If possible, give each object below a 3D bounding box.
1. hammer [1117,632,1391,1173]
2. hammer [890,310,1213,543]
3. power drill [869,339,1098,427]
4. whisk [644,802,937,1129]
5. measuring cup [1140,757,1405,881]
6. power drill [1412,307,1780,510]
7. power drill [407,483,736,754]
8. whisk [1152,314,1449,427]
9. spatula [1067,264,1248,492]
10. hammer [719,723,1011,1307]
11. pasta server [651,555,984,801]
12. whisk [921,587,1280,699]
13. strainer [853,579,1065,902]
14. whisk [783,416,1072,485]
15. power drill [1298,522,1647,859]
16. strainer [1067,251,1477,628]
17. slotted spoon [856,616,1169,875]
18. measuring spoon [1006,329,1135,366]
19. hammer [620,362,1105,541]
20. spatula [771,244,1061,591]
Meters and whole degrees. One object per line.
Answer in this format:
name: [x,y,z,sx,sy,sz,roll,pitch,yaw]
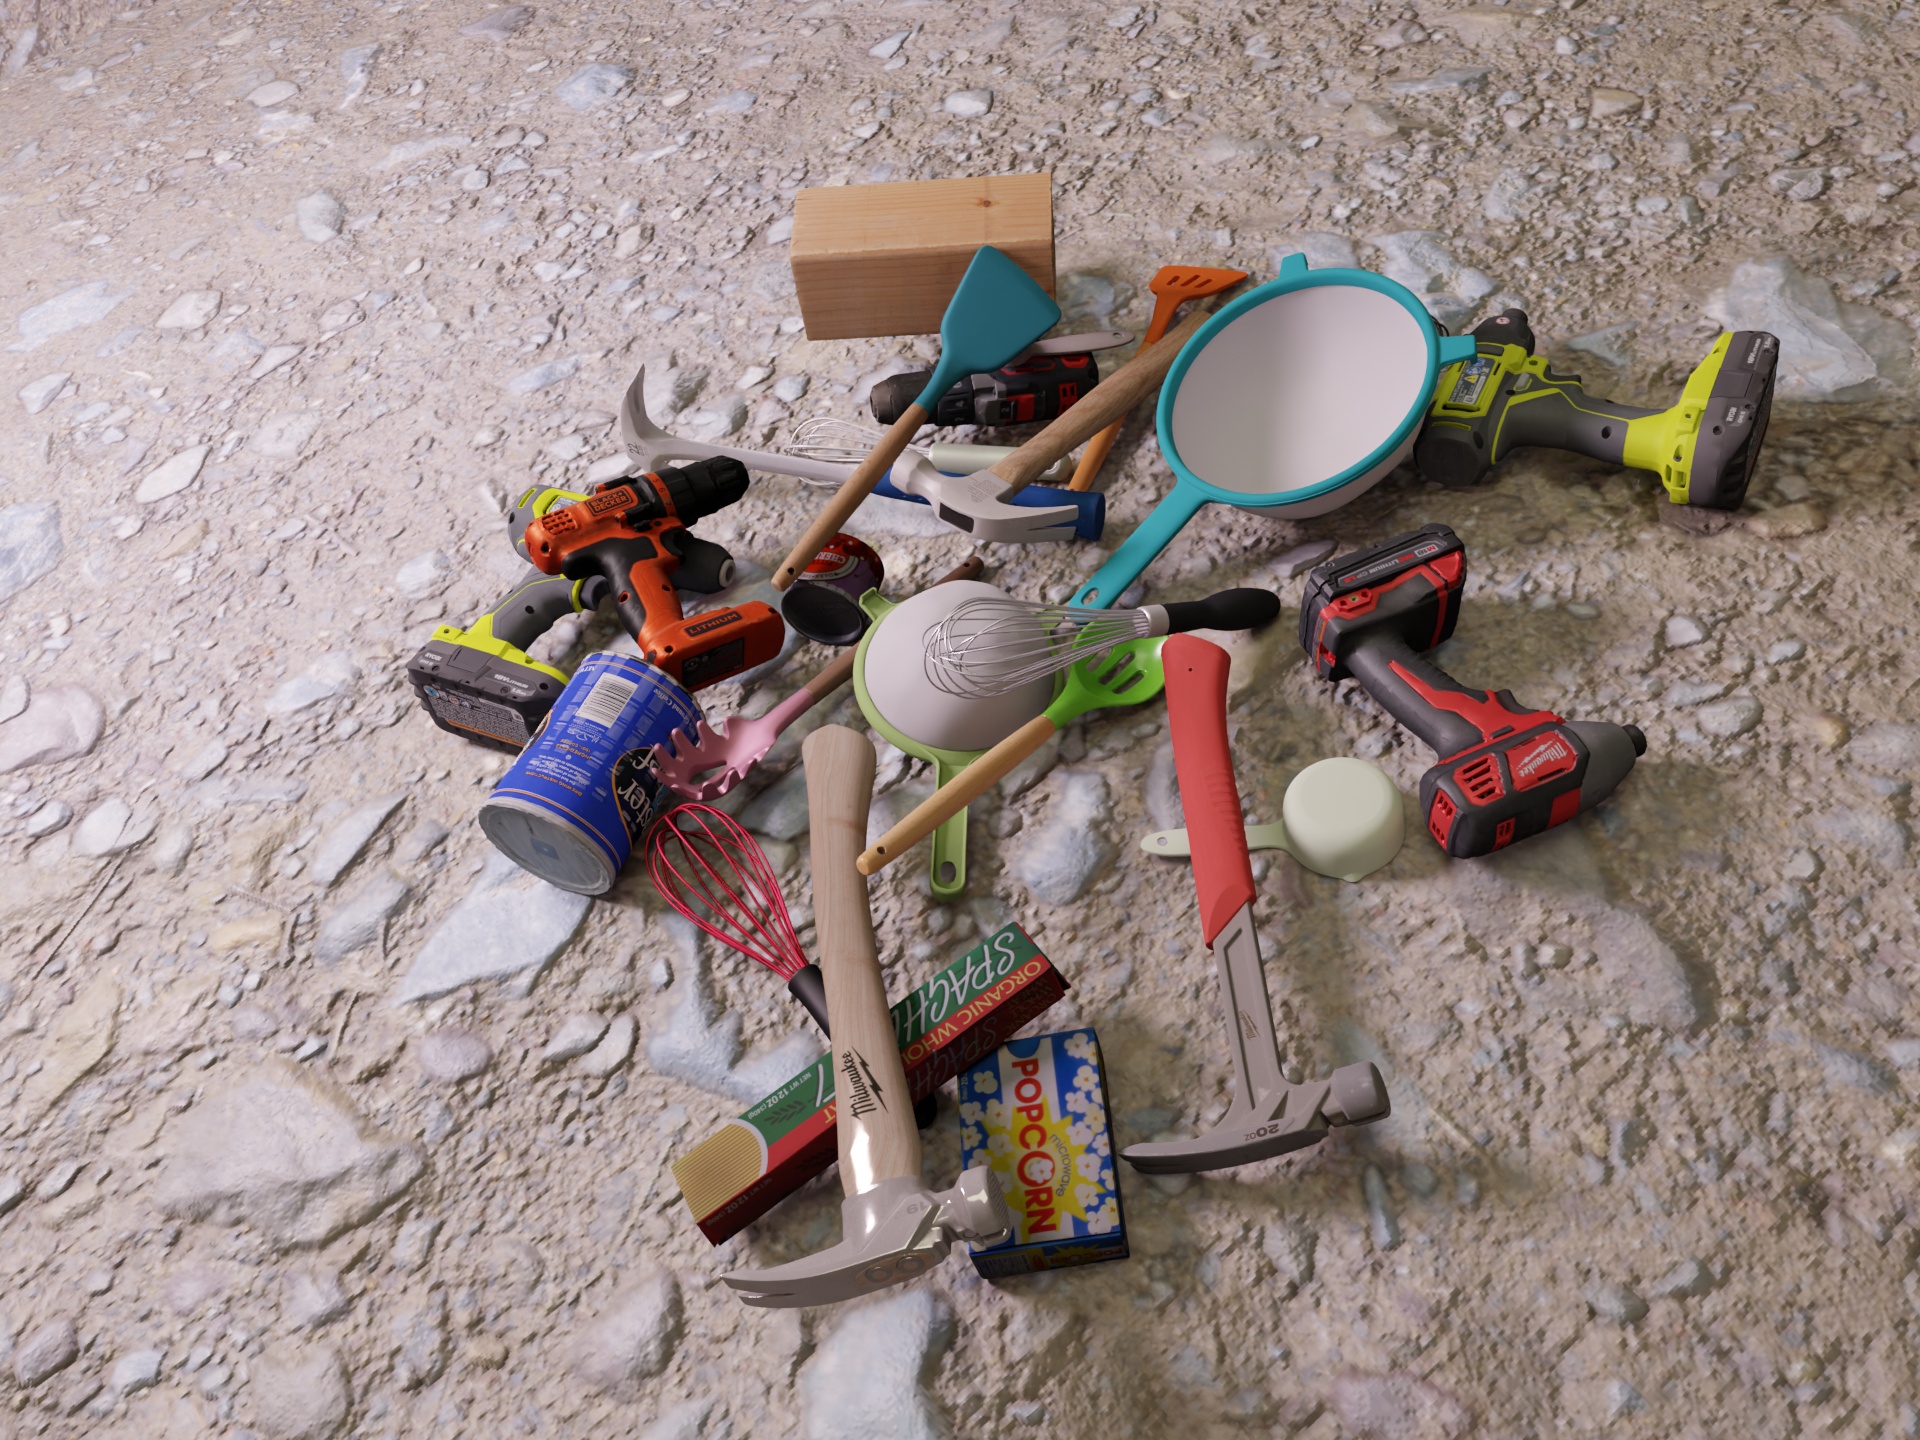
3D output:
hammer: [0.151,0.094,0.972,0.149,0.036,0.359,-19,49,19]
hammer: [0.102,-0.235,1.232,0.130,0.031,0.331,35,55,22]
power drill: [0.002,-0.331,1.353,0.188,0.080,0.227,-9,51,-9]
whisk: [-0.111,0.150,1.012,0.073,0.073,0.296,-37,57,-16]
measuring cup: [0.197,0.063,1.009,0.167,0.038,0.083,-6,50,8]
power drill: [0.466,-0.236,1.164,0.223,0.080,0.171,14,57,29]
power drill: [-0.302,-0.083,1.244,0.190,0.080,0.229,16,54,16]
whisk: [0.269,-0.274,1.268,0.239,0.055,0.055,-16,49,8]
spatula: [0.151,-0.287,1.329,0.081,0.041,0.323,13,60,25]
hammer: [-0.074,0.147,0.941,0.146,0.038,0.411,-20,39,6]
pasta server: [-0.092,-0.037,1.151,0.060,0.040,0.316,33,57,29]
whisk: [0.102,-0.064,1.078,0.284,0.070,0.070,-10,44,-26]
strainer: [-0.002,-0.003,1.081,0.151,0.069,0.257,4,55,-2]
whisk: [-0.029,-0.215,1.305,0.246,0.059,0.058,6,89,15]
power drill: [0.324,-0.020,1.021,0.143,0.078,0.220,-21,52,-9]
strainer: [0.217,-0.180,1.188,0.340,0.095,0.211,-47,50,1]
slotted spoon: [0.039,0.014,1.048,0.070,0.031,0.314,42,51,13]
measuring spoon: [0.082,-0.308,1.282,0.124,0.018,0.034,-9,54,-10]
hammer: [-0.086,-0.197,1.262,0.405,0.144,0.035,11,59,15]
spatula: [-0.043,-0.220,1.197,0.317,0.082,0.044,-54,13,-19]
